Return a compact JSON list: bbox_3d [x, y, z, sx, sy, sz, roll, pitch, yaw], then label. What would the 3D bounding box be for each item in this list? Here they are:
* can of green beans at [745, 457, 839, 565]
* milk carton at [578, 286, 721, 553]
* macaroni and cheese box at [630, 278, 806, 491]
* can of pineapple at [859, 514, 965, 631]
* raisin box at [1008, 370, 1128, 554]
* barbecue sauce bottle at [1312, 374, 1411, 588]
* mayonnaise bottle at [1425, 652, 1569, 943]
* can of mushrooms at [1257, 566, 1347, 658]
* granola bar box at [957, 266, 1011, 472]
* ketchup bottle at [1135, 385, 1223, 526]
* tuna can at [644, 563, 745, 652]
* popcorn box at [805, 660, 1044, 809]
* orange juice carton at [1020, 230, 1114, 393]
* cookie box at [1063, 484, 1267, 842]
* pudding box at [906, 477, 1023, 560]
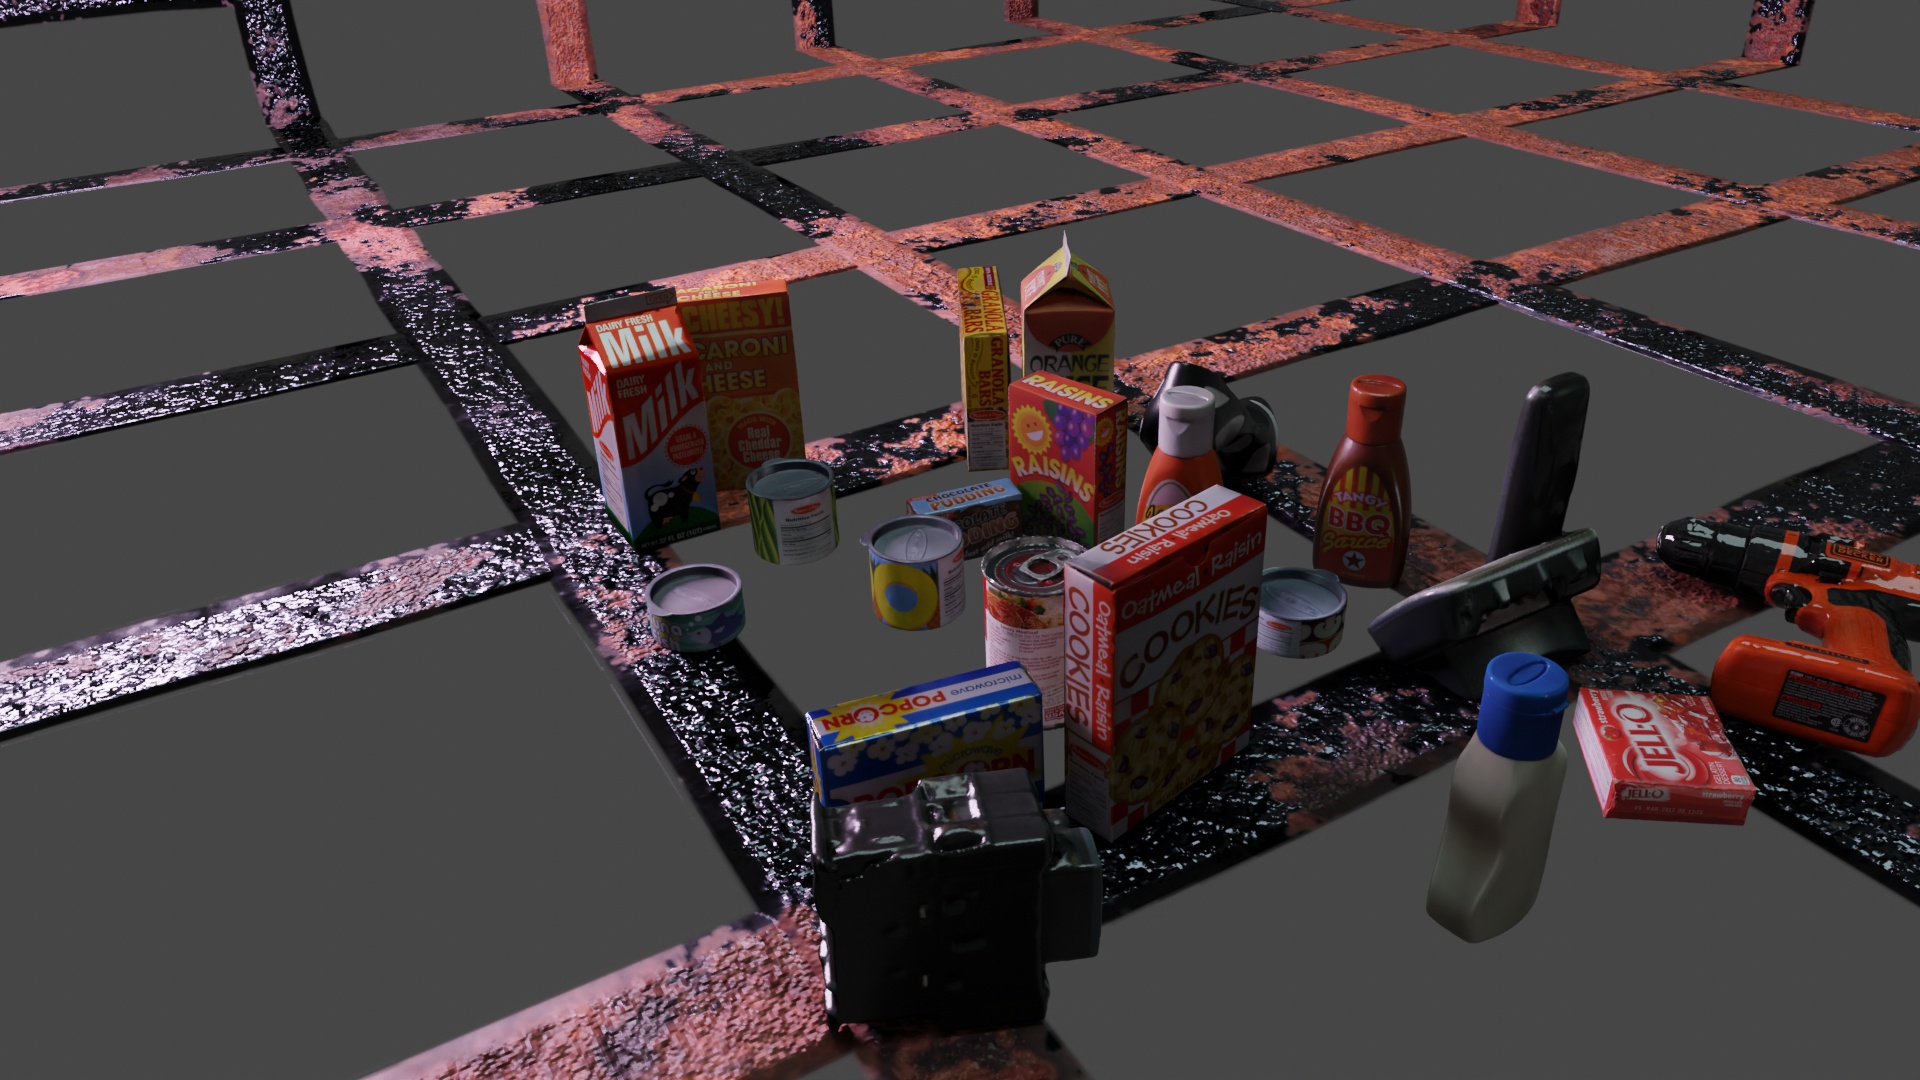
[{"bbox_3d":[-0.126,-0.022,1.048,0.071,0.057,0.071,-2,30,1],"label":"can of green beans"},{"bbox_3d":[-0.237,-0.095,1.051,0.072,0.189,0.073,-18,33,-25],"label":"milk carton"},{"bbox_3d":[-0.193,-0.122,1.120,0.124,0.165,0.040,-7,30,-8],"label":"macaroni and cheese box"},{"bbox_3d":[-0.032,0.022,0.965,0.071,0.057,0.071,-2,30,1],"label":"can of pineapple"},{"bbox_3d":[0.079,-0.055,1.026,0.086,0.122,0.040,25,39,39],"label":"raisin box"},{"bbox_3d":[0.282,-0.041,0.961,0.065,0.147,0.044,12,33,24],"label":"barbecue sauce bottle"},{"bbox_3d":[0.264,0.124,0.675,0.065,0.147,0.041,-22,35,-30],"label":"mayonnaise bottle"},{"bbox_3d":[0.225,0.047,0.927,0.071,0.033,0.071,-2,30,1],"label":"can of mushrooms"},{"bbox_3d":[0.020,-0.150,1.196,0.039,0.123,0.166,-3,30,-1],"label":"granola bar box"},{"bbox_3d":[0.153,-0.032,0.955,0.065,0.148,0.044,13,33,25],"label":"ketchup bottle"},{"bbox_3d":[-0.184,0.047,0.957,0.071,0.032,0.071,-2,30,1],"label":"tuna can"},{"bbox_3d":[-0.017,0.123,0.761,0.127,0.084,0.038,-12,31,-17],"label":"popcorn box"},{"bbox_3d":[0.086,-0.146,1.116,0.073,0.191,0.072,-1,30,2],"label":"orange juice carton"},{"bbox_3d":[0.113,0.067,0.766,0.123,0.166,0.040,-26,37,-35],"label":"cookie box"},{"bbox_3d":[0.004,-0.013,1.032,0.084,0.049,0.030,-12,31,-17],"label":"pudding box"}]
